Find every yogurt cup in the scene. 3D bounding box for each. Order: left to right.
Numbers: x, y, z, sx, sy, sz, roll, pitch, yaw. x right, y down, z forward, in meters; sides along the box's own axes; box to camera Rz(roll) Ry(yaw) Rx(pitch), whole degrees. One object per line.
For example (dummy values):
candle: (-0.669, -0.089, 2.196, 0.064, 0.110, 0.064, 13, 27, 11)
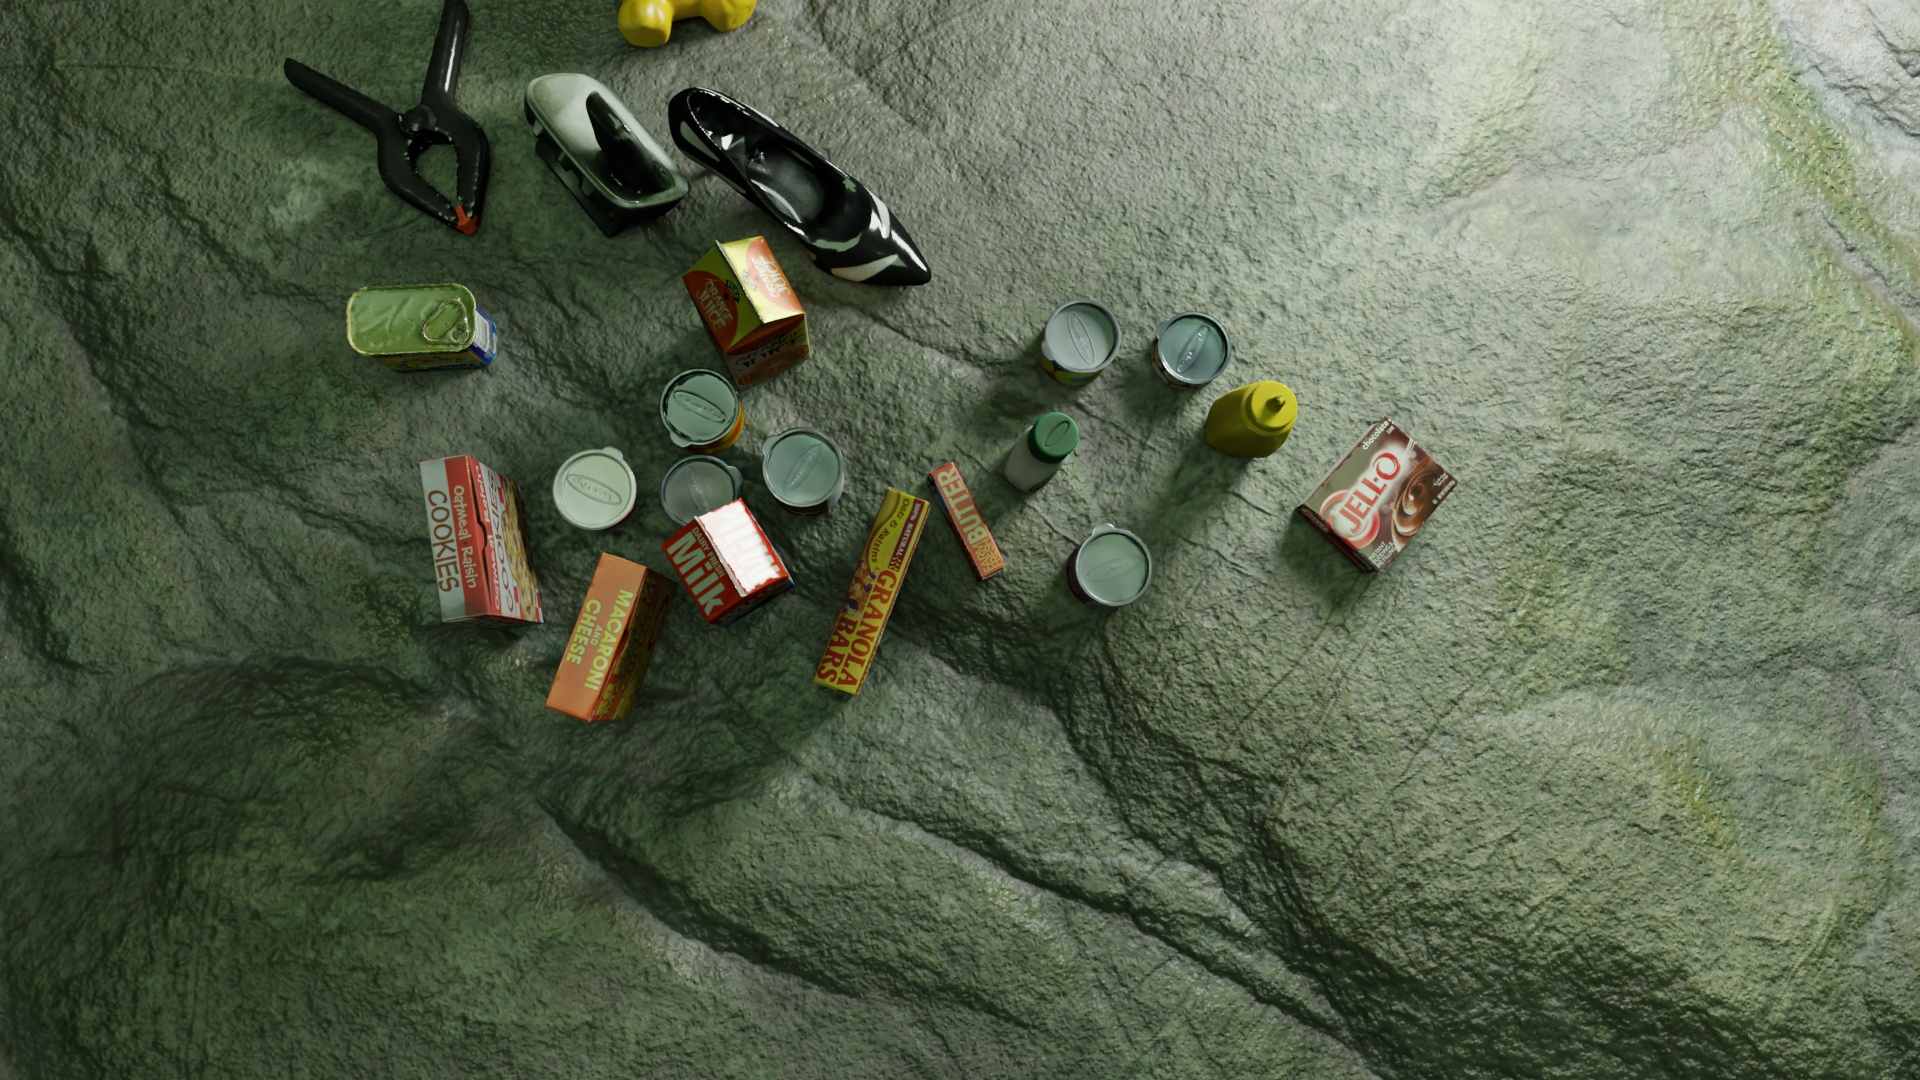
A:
yogurt cup: (-0.305, -0.040, 1.173, 0.072, 0.054, 0.072, 0, 84, -4)

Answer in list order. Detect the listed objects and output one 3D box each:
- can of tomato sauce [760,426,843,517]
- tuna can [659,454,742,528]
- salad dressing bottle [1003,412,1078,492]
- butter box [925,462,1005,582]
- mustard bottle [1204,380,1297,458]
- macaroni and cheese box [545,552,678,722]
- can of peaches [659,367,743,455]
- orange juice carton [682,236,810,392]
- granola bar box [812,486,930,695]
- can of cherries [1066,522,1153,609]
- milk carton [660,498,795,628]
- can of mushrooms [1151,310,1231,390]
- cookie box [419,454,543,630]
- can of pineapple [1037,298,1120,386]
can of tomato sauce: (-0.133, -0.057, 1.173, 0.071, 0.083, 0.071, 0, 84, -4)
tuna can: (-0.220, -0.040, 1.190, 0.071, 0.033, 0.071, 0, 84, -4)
salad dressing bottle: (0.069, -0.075, 1.158, 0.044, 0.147, 0.064, 43, 83, 1)
butter box: (0.004, -0.015, 1.194, 0.024, 0.053, 0.103, -26, 86, -6)
mustard bottle: (0.251, -0.104, 1.168, 0.065, 0.160, 0.049, 13, 83, -3)
macaroni and cheese box: (-0.273, 0.079, 1.105, 0.040, 0.166, 0.124, 19, 83, -2)
can of peaches: (-0.221, -0.107, 1.185, 0.071, 0.058, 0.071, 0, 84, -4)
orange juice carton: (-0.172, -0.185, 1.130, 0.073, 0.192, 0.072, -28, 87, -6)
granola bar box: (-0.073, 0.046, 1.145, 0.039, 0.124, 0.165, 21, 83, -2)
can of cherries: (0.127, 0.023, 1.196, 0.071, 0.058, 0.071, 0, 84, -4)
milk carton: (-0.184, 0.020, 1.106, 0.073, 0.190, 0.072, -32, 87, -7)
can of mushrooms: (0.203, -0.170, 1.236, 0.071, 0.033, 0.071, 0, 84, -4)
cookie box: (-0.377, 0.006, 1.105, 0.040, 0.167, 0.123, -10, 85, -5)
can of pineapple: (0.101, -0.172, 1.216, 0.071, 0.058, 0.071, 0, 84, -4)
